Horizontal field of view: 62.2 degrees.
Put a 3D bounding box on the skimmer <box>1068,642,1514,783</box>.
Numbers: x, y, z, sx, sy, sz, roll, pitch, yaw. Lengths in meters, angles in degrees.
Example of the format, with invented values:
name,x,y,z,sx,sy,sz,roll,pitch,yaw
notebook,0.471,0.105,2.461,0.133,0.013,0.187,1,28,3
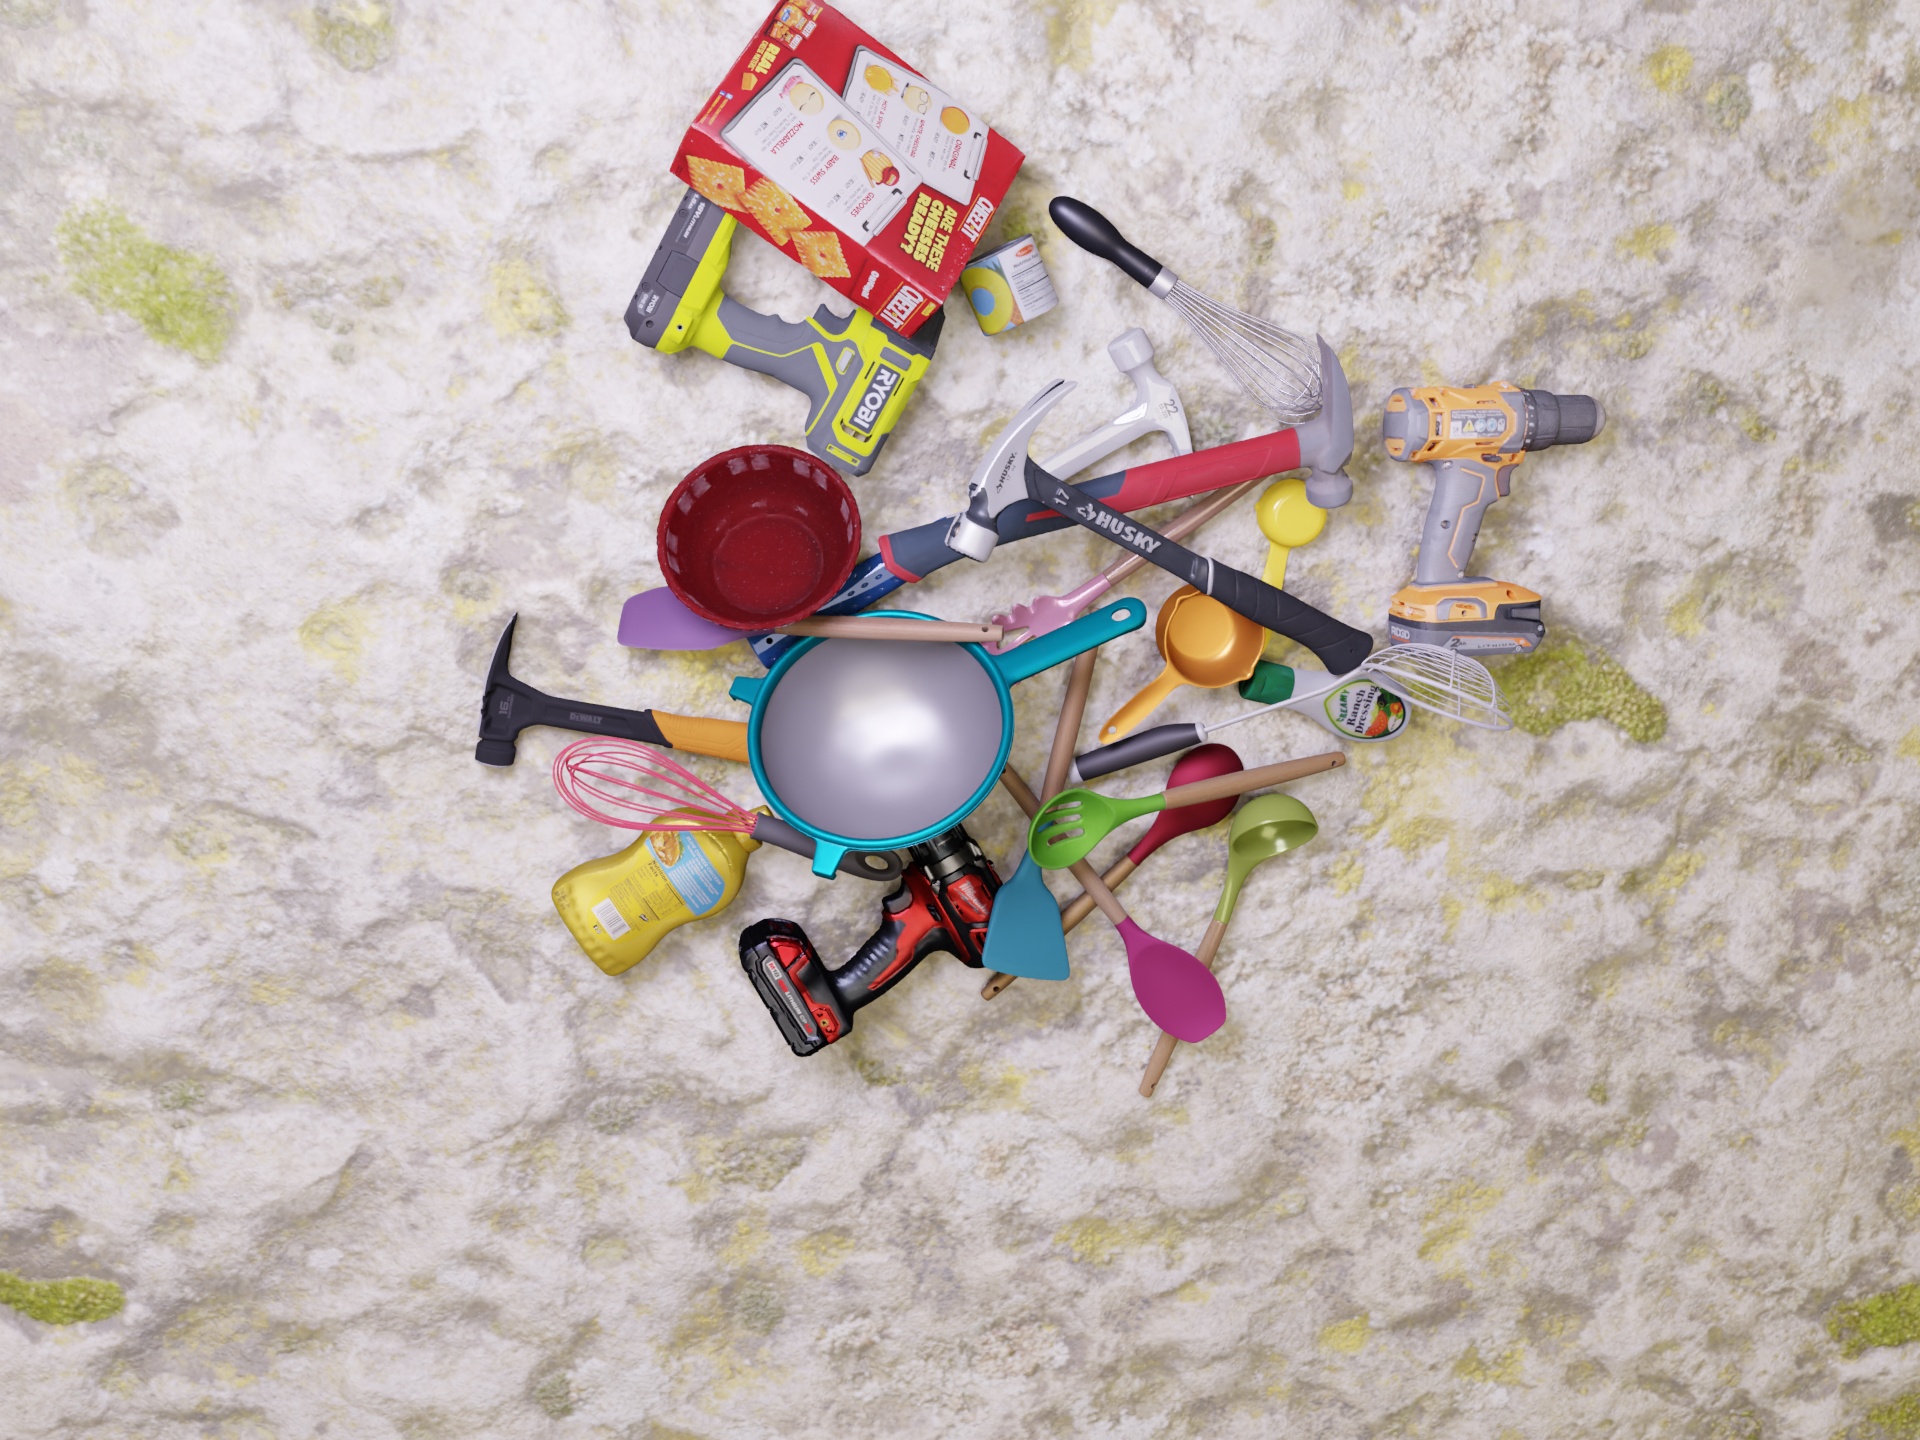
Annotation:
name,x,y,z,sx,sy,sz,roll,pitch,yaw
skimmer,0.267,0.018,1.329,0.363,0.127,0.090,-18,74,15

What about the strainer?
name,x,y,z,sx,sy,sz,roll,pitch,yaw
strainer,-0.002,-0.004,1.288,0.340,0.095,0.211,-25,63,-8

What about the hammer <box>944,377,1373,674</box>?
name,x,y,z,sx,sy,sz,roll,pitch,yaw
hammer,0.182,-0.127,1.258,0.408,0.036,0.149,22,96,-31

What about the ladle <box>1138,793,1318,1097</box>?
name,x,y,z,sx,sy,sz,roll,pitch,yaw
ladle,0.231,0.209,1.433,0.078,0.062,0.320,11,108,-32

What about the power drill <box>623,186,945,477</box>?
name,x,y,z,sx,sy,sz,roll,pitch,yaw
power drill,-0.130,-0.314,1.230,0.223,0.080,0.171,27,100,-18

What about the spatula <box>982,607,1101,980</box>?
name,x,y,z,sx,sy,sz,roll,pitch,yaw
spatula,0.085,0.060,1.353,0.082,0.044,0.317,12,93,-20

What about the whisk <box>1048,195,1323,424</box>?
name,x,y,z,sx,sy,sz,roll,pitch,yaw
whisk,0.189,-0.334,1.280,0.284,0.070,0.070,33,99,-11

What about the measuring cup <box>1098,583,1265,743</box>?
name,x,y,z,sx,sy,sz,roll,pitch,yaw
measuring cup,0.179,-0.047,1.357,0.173,0.052,0.095,-43,106,7

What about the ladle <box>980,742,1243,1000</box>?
name,x,y,z,sx,sy,sz,roll,pitch,yaw
ladle,0.133,0.141,1.416,0.315,0.031,0.069,-44,105,7

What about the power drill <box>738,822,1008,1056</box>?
name,x,y,z,sx,sy,sz,roll,pitch,yaw
power drill,-0.078,0.163,1.368,0.226,0.080,0.188,-29,100,-3

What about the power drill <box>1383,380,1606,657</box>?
name,x,y,z,sx,sy,sz,roll,pitch,yaw
power drill,0.452,-0.172,1.348,0.185,0.084,0.226,-4,101,-9

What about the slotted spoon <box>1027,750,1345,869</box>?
name,x,y,z,sx,sy,sz,roll,pitch,yaw
slotted spoon,0.195,0.066,1.363,0.313,0.031,0.070,-12,114,-19

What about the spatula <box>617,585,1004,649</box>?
name,x,y,z,sx,sy,sz,roll,pitch,yaw
spatula,-0.122,-0.078,1.275,0.316,0.018,0.060,3,67,9

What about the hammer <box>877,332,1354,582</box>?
name,x,y,z,sx,sy,sz,roll,pitch,yaw
hammer,0.121,-0.192,1.261,0.386,0.038,0.143,-15,128,-1

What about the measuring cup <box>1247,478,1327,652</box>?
name,x,y,z,sx,sy,sz,roll,pitch,yaw
measuring cup,0.273,-0.127,1.358,0.062,0.029,0.156,9,102,-10

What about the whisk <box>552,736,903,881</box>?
name,x,y,z,sx,sy,sz,roll,pitch,yaw
whisk,-0.186,0.079,1.293,0.295,0.073,0.073,19,102,-12

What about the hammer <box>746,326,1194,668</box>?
name,x,y,z,sx,sy,sz,roll,pitch,yaw
hammer,0.007,-0.157,1.311,0.405,0.035,0.144,-31,107,1

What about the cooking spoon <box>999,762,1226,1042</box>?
name,x,y,z,sx,sy,sz,roll,pitch,yaw
cooking spoon,0.126,0.155,1.397,0.069,0.017,0.319,-37,98,8

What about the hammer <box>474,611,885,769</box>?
name,x,y,z,sx,sy,sz,roll,pitch,yaw
hammer,-0.225,0.003,1.324,0.336,0.034,0.127,11,105,-11

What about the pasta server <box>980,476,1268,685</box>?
name,x,y,z,sx,sy,sz,roll,pitch,yaw
pasta server,0.145,-0.133,1.330,0.316,0.040,0.060,-35,94,4
